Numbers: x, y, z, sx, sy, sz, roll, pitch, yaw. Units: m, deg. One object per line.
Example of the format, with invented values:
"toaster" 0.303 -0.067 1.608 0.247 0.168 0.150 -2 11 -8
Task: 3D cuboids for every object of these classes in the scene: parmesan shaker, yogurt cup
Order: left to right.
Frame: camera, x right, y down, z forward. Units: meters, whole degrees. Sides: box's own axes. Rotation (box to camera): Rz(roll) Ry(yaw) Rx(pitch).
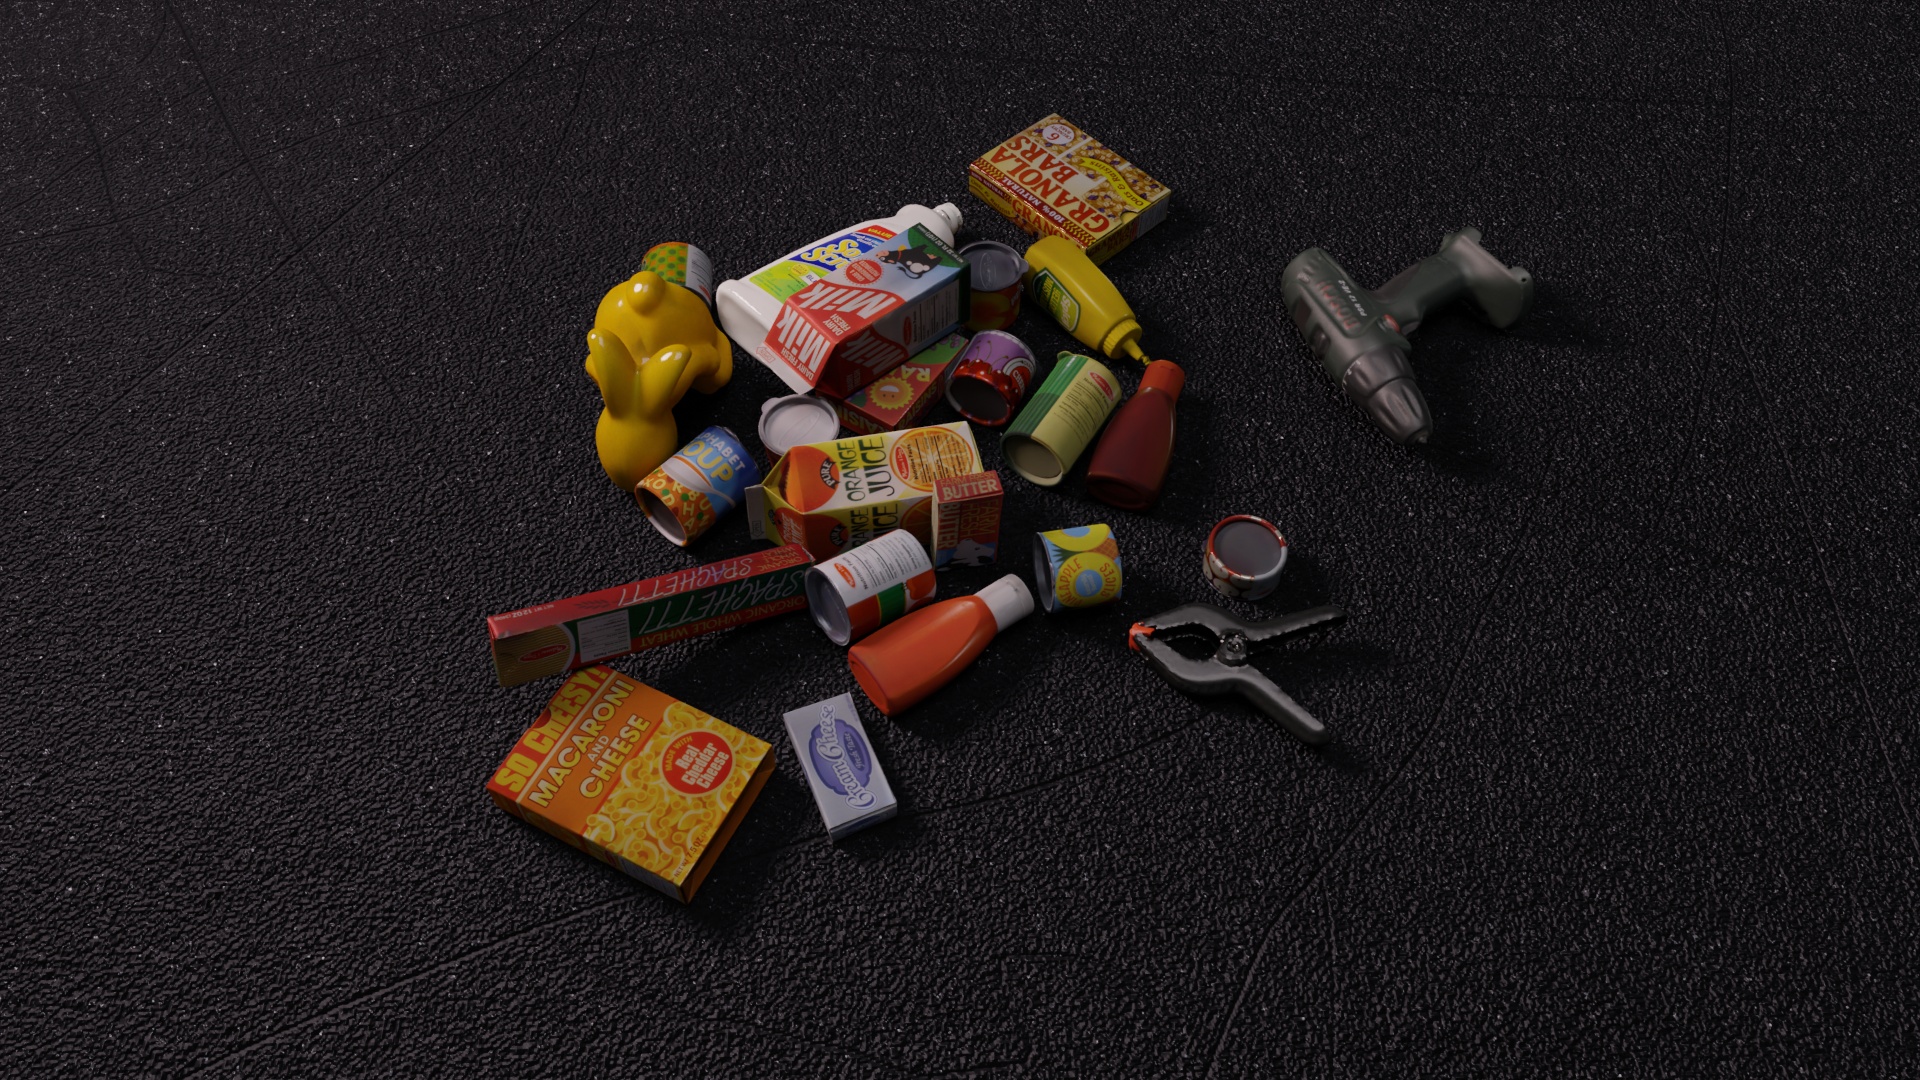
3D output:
"yogurt cup" -0.137 -0.083 1.189 0.072 0.053 0.073 1 55 -1
"parmesan shaker" 0.085 -0.105 1.204 0.071 0.071 0.103 28 59 16

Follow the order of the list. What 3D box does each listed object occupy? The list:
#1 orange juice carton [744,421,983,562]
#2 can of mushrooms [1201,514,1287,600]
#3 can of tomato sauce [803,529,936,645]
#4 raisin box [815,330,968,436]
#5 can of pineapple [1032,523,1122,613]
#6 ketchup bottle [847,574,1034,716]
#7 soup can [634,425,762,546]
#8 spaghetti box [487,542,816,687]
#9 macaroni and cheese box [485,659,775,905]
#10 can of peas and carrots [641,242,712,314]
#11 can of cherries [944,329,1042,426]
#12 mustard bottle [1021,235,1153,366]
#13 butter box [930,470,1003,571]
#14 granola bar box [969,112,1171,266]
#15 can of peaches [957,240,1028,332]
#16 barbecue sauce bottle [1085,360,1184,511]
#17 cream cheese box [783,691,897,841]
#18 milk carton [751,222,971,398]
"orange juice carton" -0.080 -0.037 1.148 0.193 0.071 0.073 -9 56 -9
"can of mushrooms" 0.233 0.013 1.148 0.071 0.033 0.071 1 56 -1
"can of tomato sauce" -0.071 0.037 1.096 0.083 0.070 0.071 -25 59 -28
"raisin box" -0.060 -0.147 1.246 0.086 0.039 0.124 28 57 16
"can of pineapple" 0.094 0.023 1.114 0.058 0.070 0.071 -8 56 -8
"ketchup bottle" -0.011 0.076 1.088 0.149 0.043 0.065 -30 58 -21
"soup can" -0.217 -0.047 1.150 0.071 0.071 0.084 36 61 21
"spaghetti box" -0.230 0.055 1.061 0.251 0.049 0.029 -14 41 -26
"macaroni and cheese box" -0.239 0.171 1.014 0.166 0.040 0.124 23 56 13
"can of peas and carrots" -0.265 -0.232 1.283 0.071 0.070 0.059 -3 54 -4
"can of cherries" 0.029 -0.143 1.229 0.071 0.071 0.059 22 57 13
"mustard bottle" 0.121 -0.214 1.287 0.049 0.065 0.160 -31 65 -26
"butter box" 0.004 -0.014 1.116 0.053 0.103 0.024 -9 57 -9
"granola bar box" 0.109 -0.352 1.397 0.125 0.038 0.166 -37 64 -24
"can of peaches" 0.027 -0.237 1.301 0.071 0.057 0.071 1 54 -2
"barbecue sauce bottle" 0.160 -0.095 1.216 0.065 0.043 0.149 18 56 10
"cream cheese box" -0.090 0.166 1.033 0.053 0.024 0.104 -19 58 -14
"milk carton" -0.085 -0.192 1.208 0.191 0.073 0.072 -36 62 -23
